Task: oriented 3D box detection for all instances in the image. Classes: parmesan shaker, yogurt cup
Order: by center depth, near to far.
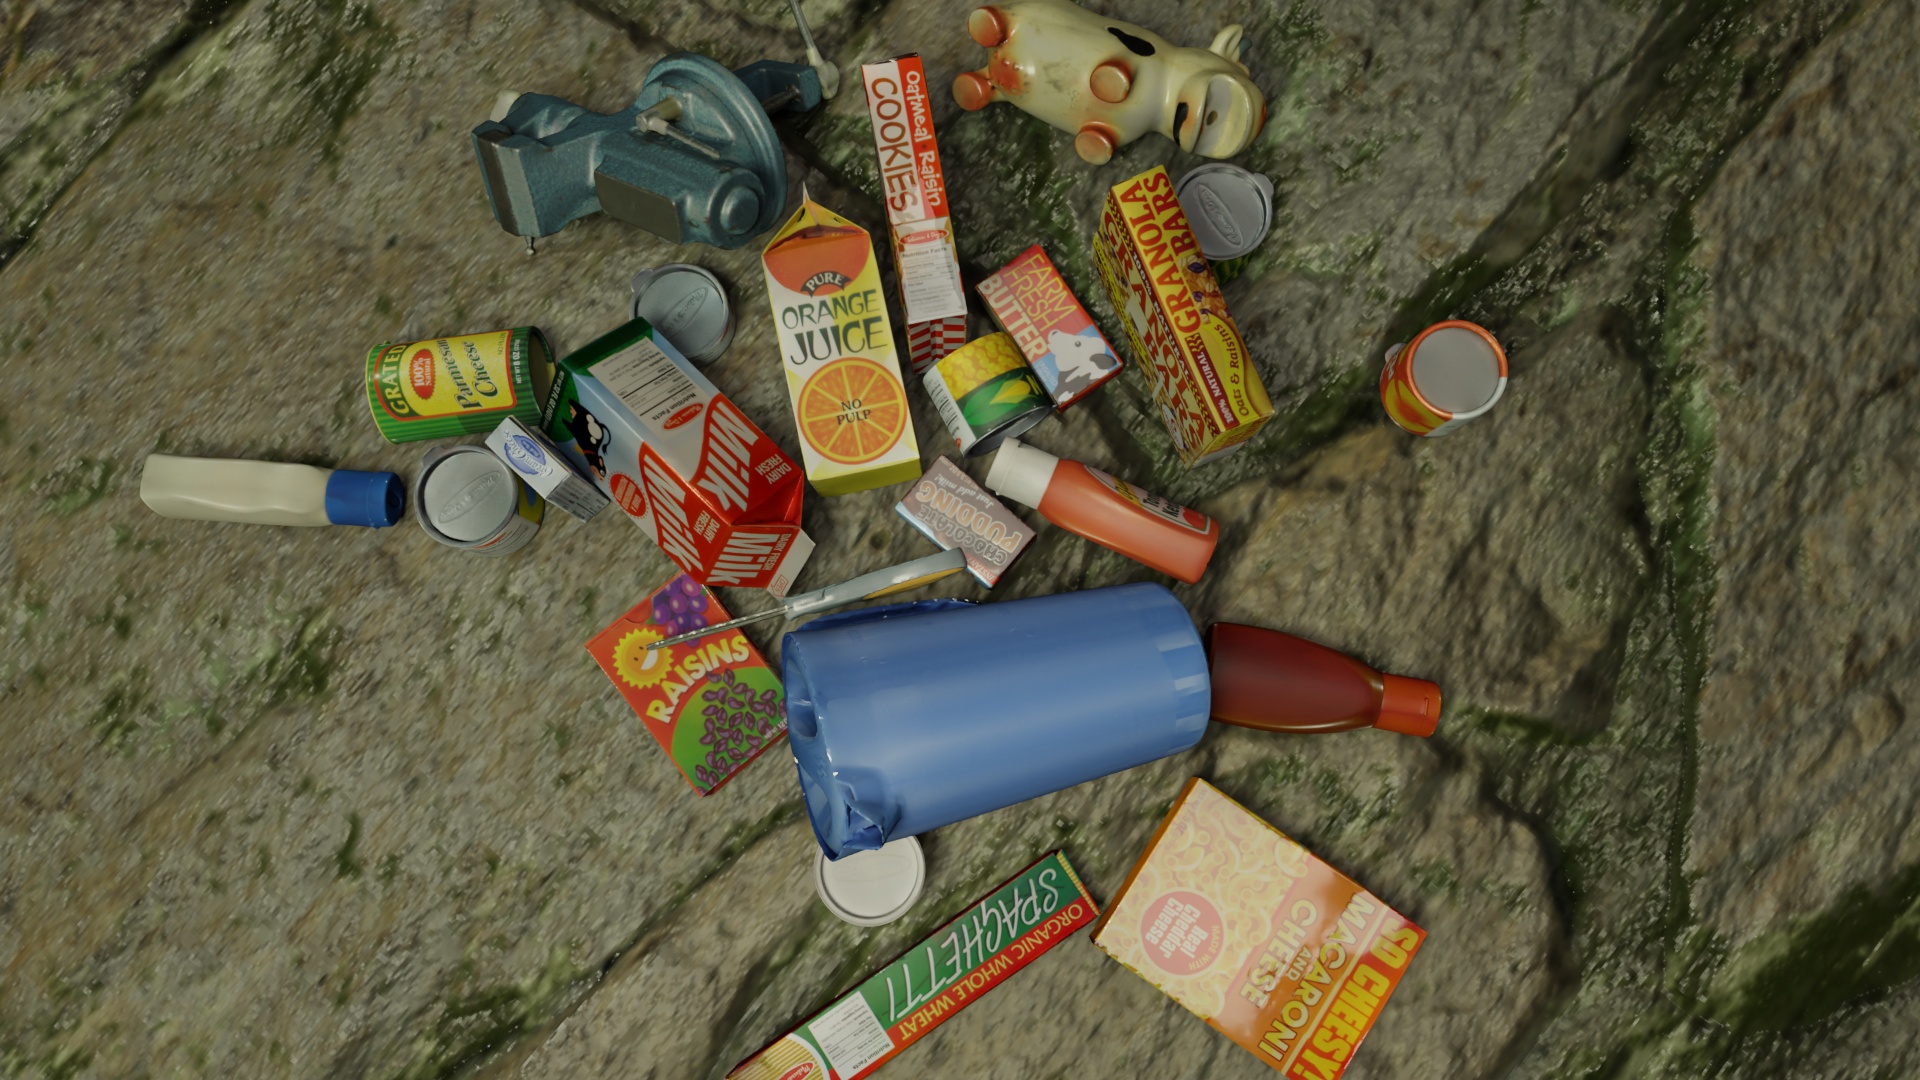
[{"bbox_3d":[-0.055,0.203,0.868,0.072,0.054,0.072,0,83,1],"label":"yogurt cup"},{"bbox_3d":[-0.324,-0.105,0.907,0.103,0.071,0.071,-8,83,-1],"label":"parmesan shaker"}]

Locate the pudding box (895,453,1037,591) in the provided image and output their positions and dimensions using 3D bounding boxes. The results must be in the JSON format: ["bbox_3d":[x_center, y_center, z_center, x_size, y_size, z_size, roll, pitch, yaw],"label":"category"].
[{"bbox_3d":[0.003,-0.011,0.909,0.084,0.030,0.050,41,85,6],"label":"pudding box"}]

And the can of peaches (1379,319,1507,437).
[{"bbox_3d":[0.312,-0.106,0.904,0.071,0.058,0.071,0,83,1],"label":"can of peaches"}]

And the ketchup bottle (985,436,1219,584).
[{"bbox_3d":[0.090,-0.021,0.891,0.149,0.065,0.043,24,106,3],"label":"ketchup bottle"}]

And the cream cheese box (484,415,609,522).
[{"bbox_3d":[-0.259,-0.043,0.879,0.053,0.103,0.024,42,84,5],"label":"cream cheese box"}]

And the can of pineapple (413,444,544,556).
[{"bbox_3d":[-0.311,-0.026,0.900,0.071,0.058,0.071,0,82,0],"label":"can of pineapple"}]

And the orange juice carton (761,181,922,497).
[{"bbox_3d":[-0.080,-0.131,0.905,0.073,0.071,0.193,-13,83,-2],"label":"orange juice carton"}]

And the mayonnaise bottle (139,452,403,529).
[{"bbox_3d":[-0.443,-0.031,0.902,0.148,0.064,0.041,3,79,-3],"label":"mayonnaise bottle"}]

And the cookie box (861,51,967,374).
[{"bbox_3d":[-0.027,-0.204,0.889,0.040,0.123,0.167,-10,82,-1],"label":"cookie box"}]

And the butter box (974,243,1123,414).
[{"bbox_3d":[0.058,-0.142,0.929,0.053,0.024,0.103,-34,83,-3],"label":"butter box"}]

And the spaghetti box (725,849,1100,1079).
[{"bbox_3d":[-0.028,0.282,0.869,0.250,0.028,0.050,-34,83,-4],"label":"spaghetti box"}]

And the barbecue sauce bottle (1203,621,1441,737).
[{"bbox_3d":[0.227,0.095,0.885,0.149,0.043,0.065,10,83,1],"label":"barbecue sauce bottle"}]

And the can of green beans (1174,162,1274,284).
[{"bbox_3d":[0.168,-0.208,0.920,0.071,0.057,0.071,0,83,1],"label":"can of green beans"}]

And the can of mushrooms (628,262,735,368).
[{"bbox_3d":[-0.187,-0.151,0.928,0.071,0.033,0.071,0,83,1],"label":"can of mushrooms"}]

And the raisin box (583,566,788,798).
[{"bbox_3d":[-0.168,0.090,0.892,0.086,0.040,0.123,-38,83,-3],"label":"raisin box"}]

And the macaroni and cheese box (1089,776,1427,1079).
[{"bbox_3d":[0.184,0.245,0.867,0.166,0.040,0.124,34,84,5],"label":"macaroni and cheese box"}]

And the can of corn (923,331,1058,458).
[{"bbox_3d":[0.019,-0.096,0.902,0.071,0.071,0.058,-29,83,-3],"label":"can of corn"}]

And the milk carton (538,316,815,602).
[{"bbox_3d":[-0.170,-0.044,0.881,0.190,0.072,0.074,43,48,6],"label":"milk carton"}]

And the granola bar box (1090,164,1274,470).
[{"bbox_3d":[0.135,-0.135,0.877,0.039,0.124,0.165,-22,83,-3],"label":"granola bar box"}]
